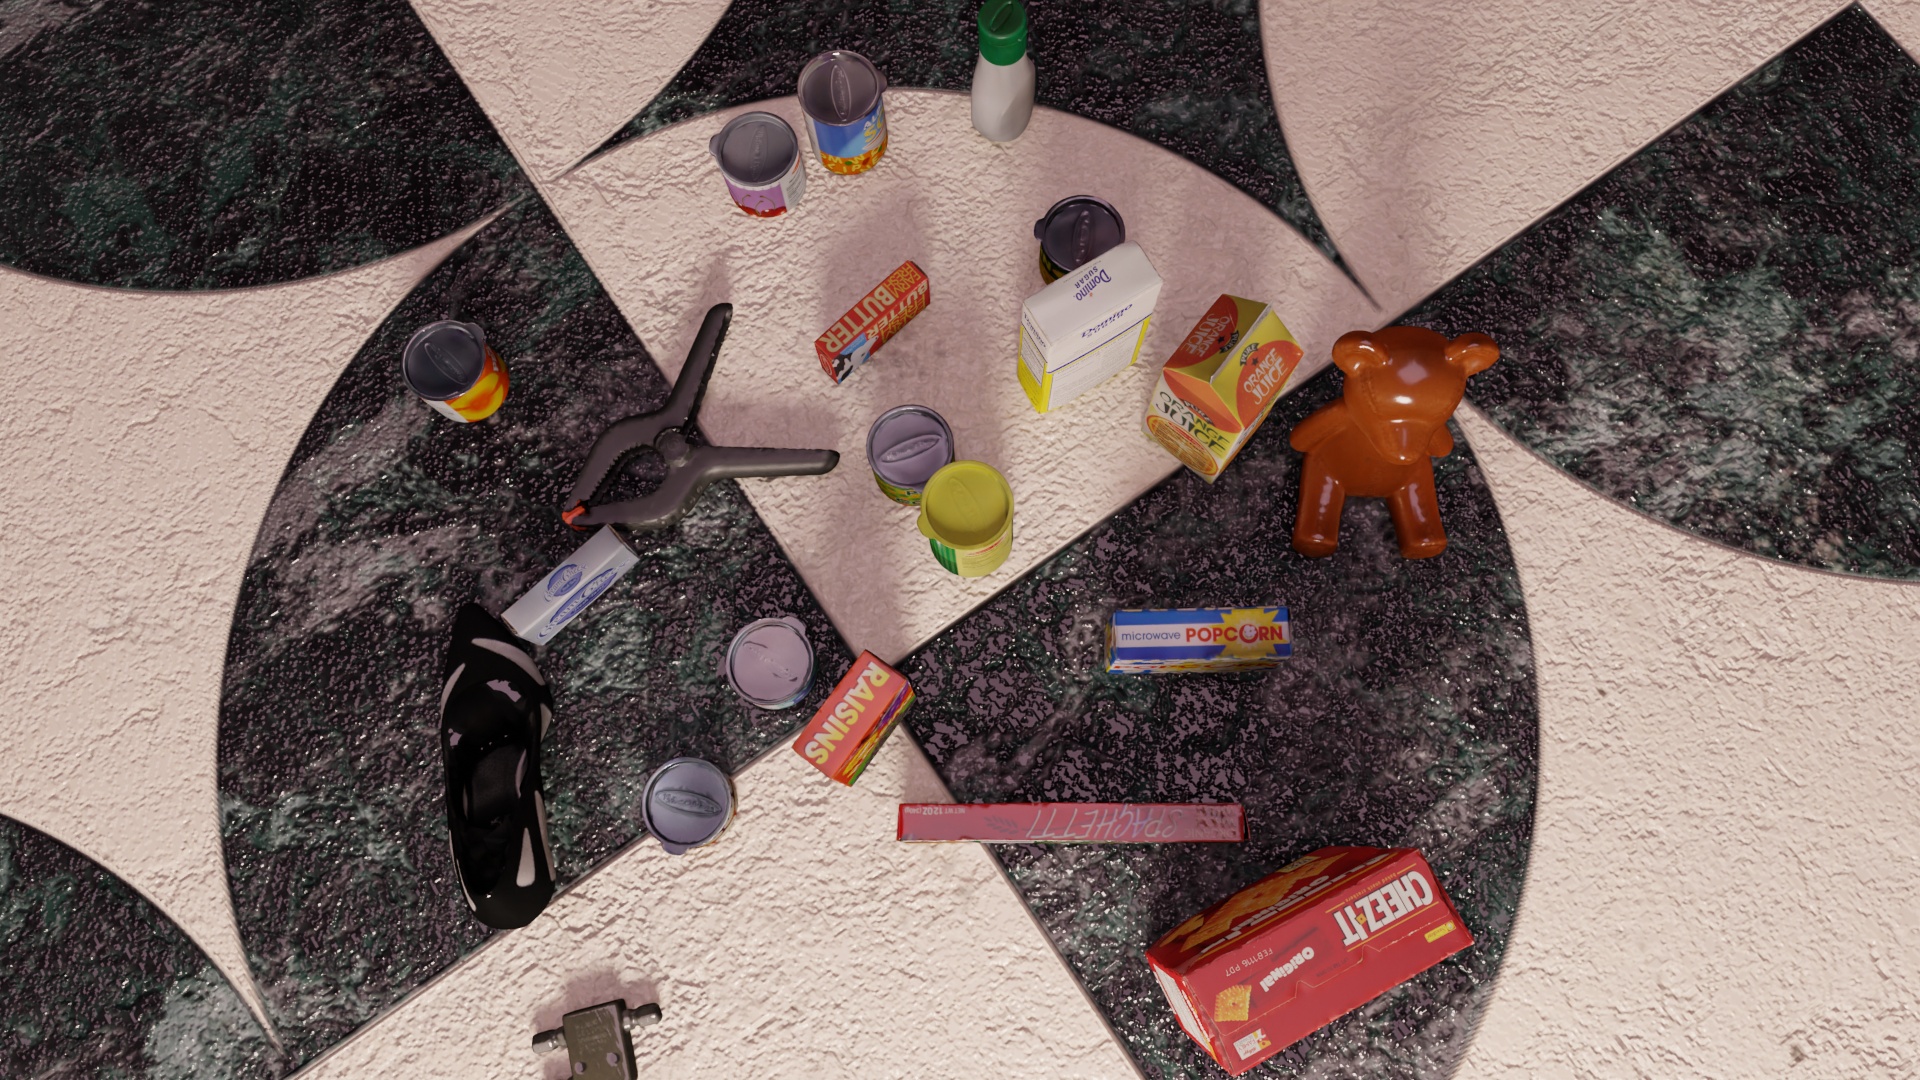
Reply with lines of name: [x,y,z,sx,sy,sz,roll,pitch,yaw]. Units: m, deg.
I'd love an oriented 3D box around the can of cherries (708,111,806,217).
can of cherries: [-0.163,-0.304,1.126,0.071,0.058,0.071,0,77,1]

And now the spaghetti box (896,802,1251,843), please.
spaghetti box: [0.080,0.204,1.002,0.250,0.050,0.029,0,77,1]

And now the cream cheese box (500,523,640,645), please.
cream cheese box: [-0.293,0.035,1.050,0.104,0.053,0.024,-42,79,-8]

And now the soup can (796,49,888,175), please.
soup can: [-0.091,-0.344,1.121,0.071,0.083,0.071,0,77,1]

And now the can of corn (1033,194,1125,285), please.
can of corn: [0.093,-0.232,1.103,0.071,0.058,0.071,0,77,1]

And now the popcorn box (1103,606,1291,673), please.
popcorn box: [0.171,0.074,1.013,0.127,0.085,0.038,-1,77,1]

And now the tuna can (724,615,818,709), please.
tuna can: [-0.140,0.091,1.044,0.071,0.032,0.071,0,77,1]

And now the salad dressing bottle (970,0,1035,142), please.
salad dressing bottle: [0.033,-0.369,1.091,0.044,0.147,0.064,32,80,8]

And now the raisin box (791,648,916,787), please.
raisin box: [-0.073,0.129,0.986,0.040,0.123,0.086,36,80,9]

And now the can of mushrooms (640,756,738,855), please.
can of mushrooms: [-0.199,0.195,1.019,0.071,0.033,0.071,0,77,1]

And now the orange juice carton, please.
orange juice carton: [0.188,-0.112,1.002,0.073,0.192,0.072,38,81,9]

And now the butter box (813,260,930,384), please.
butter box: [-0.069,-0.172,1.095,0.103,0.053,0.024,-43,79,-8]

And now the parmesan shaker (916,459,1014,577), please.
parmesan shaker: [0.004,-0.013,1.029,0.071,0.103,0.071,0,77,1]

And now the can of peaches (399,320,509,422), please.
can of peaches: [-0.394,-0.133,1.091,0.071,0.058,0.071,0,77,1]

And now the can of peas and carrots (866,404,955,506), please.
can of peas and carrots: [-0.036,-0.062,1.065,0.071,0.058,0.071,0,77,1]
